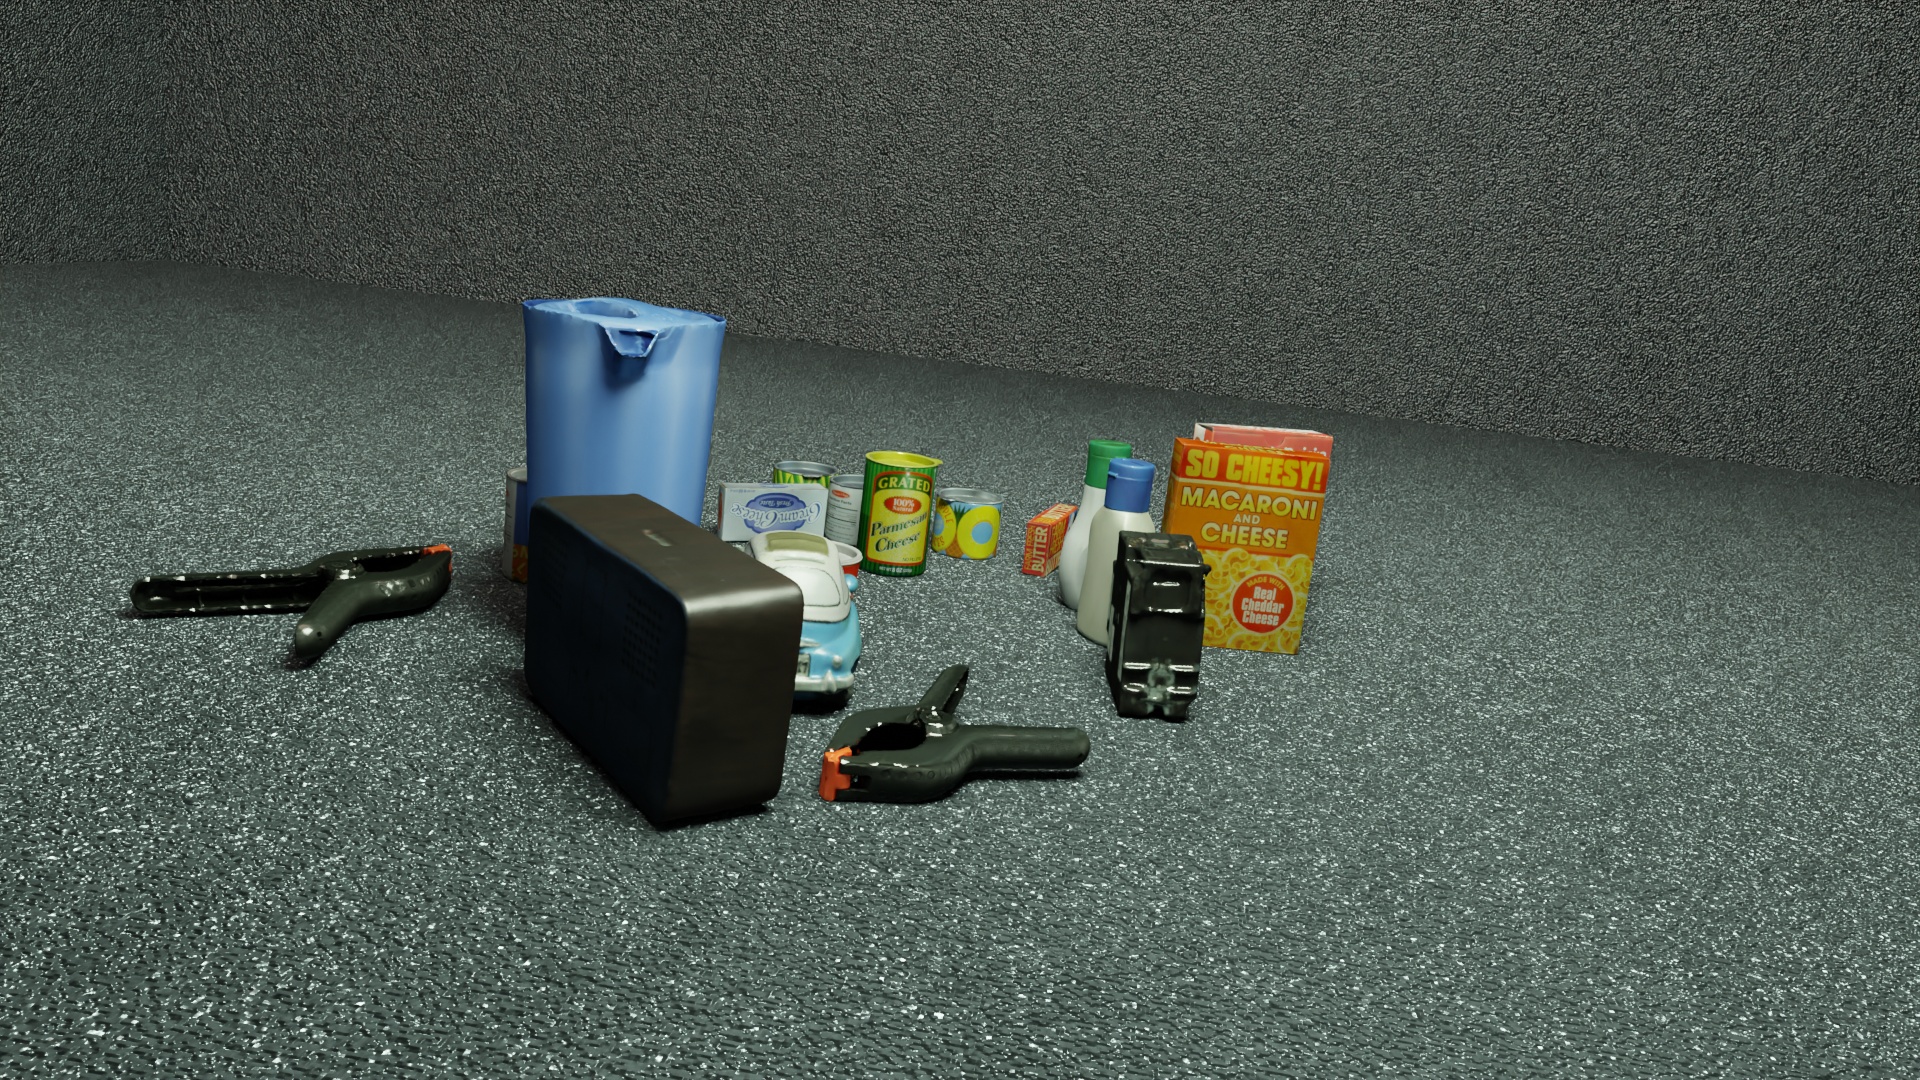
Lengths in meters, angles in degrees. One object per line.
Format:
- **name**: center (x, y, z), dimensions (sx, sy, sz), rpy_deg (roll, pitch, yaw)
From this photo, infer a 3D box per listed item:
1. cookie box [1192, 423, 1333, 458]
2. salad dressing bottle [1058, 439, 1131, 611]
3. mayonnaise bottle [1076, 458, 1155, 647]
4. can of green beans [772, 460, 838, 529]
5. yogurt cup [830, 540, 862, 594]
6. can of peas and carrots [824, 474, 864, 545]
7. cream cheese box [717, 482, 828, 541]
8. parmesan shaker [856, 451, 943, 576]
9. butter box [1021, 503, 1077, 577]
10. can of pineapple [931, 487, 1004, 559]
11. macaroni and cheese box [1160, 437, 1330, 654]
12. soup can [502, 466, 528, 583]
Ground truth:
- **cookie box**: center (0.263, -0.019, 1.258), dimensions (0.123, 0.167, 0.040), rpy_deg (2, 14, -19)
- **salad dressing bottle**: center (0.121, -0.012, 1.202), dimensions (0.064, 0.147, 0.044), rpy_deg (0, 14, -27)
- **mayonnaise bottle**: center (0.128, 0.010, 1.114), dimensions (0.041, 0.147, 0.065), rpy_deg (-1, 15, -30)
- **can of green beans**: center (-0.158, -0.046, 1.398), dimensions (0.071, 0.057, 0.071), rpy_deg (6, 13, -1)
- **yogurt cup**: center (-0.114, 0.033, 1.101), dimensions (0.072, 0.053, 0.072), rpy_deg (6, 13, -1)
- **can of peas and carrots**: center (-0.096, -0.030, 1.362), dimensions (0.071, 0.058, 0.071), rpy_deg (6, 13, -1)
- **cream cheese box**: center (-0.179, -0.027, 1.318), dimensions (0.104, 0.053, 0.024), rpy_deg (-1, 15, -28)
- **parmesan shaker**: center (-0.056, -0.024, 1.261), dimensions (0.071, 0.102, 0.071), rpy_deg (6, 13, -1)
- **butter box**: center (0.087, -0.001, 1.342), dimensions (0.024, 0.053, 0.104), rpy_deg (11, 14, 17)
- **can of pineapple**: center (0.005, -0.017, 1.358), dimensions (0.071, 0.057, 0.071), rpy_deg (6, 13, -1)
- **macaroni and cheese box**: center (0.227, 0.004, 1.144), dimensions (0.124, 0.166, 0.040), rpy_deg (6, 13, -4)
- **soup can**: center (-0.330, -0.012, 1.120), dimensions (0.071, 0.083, 0.071), rpy_deg (6, 13, -1)
